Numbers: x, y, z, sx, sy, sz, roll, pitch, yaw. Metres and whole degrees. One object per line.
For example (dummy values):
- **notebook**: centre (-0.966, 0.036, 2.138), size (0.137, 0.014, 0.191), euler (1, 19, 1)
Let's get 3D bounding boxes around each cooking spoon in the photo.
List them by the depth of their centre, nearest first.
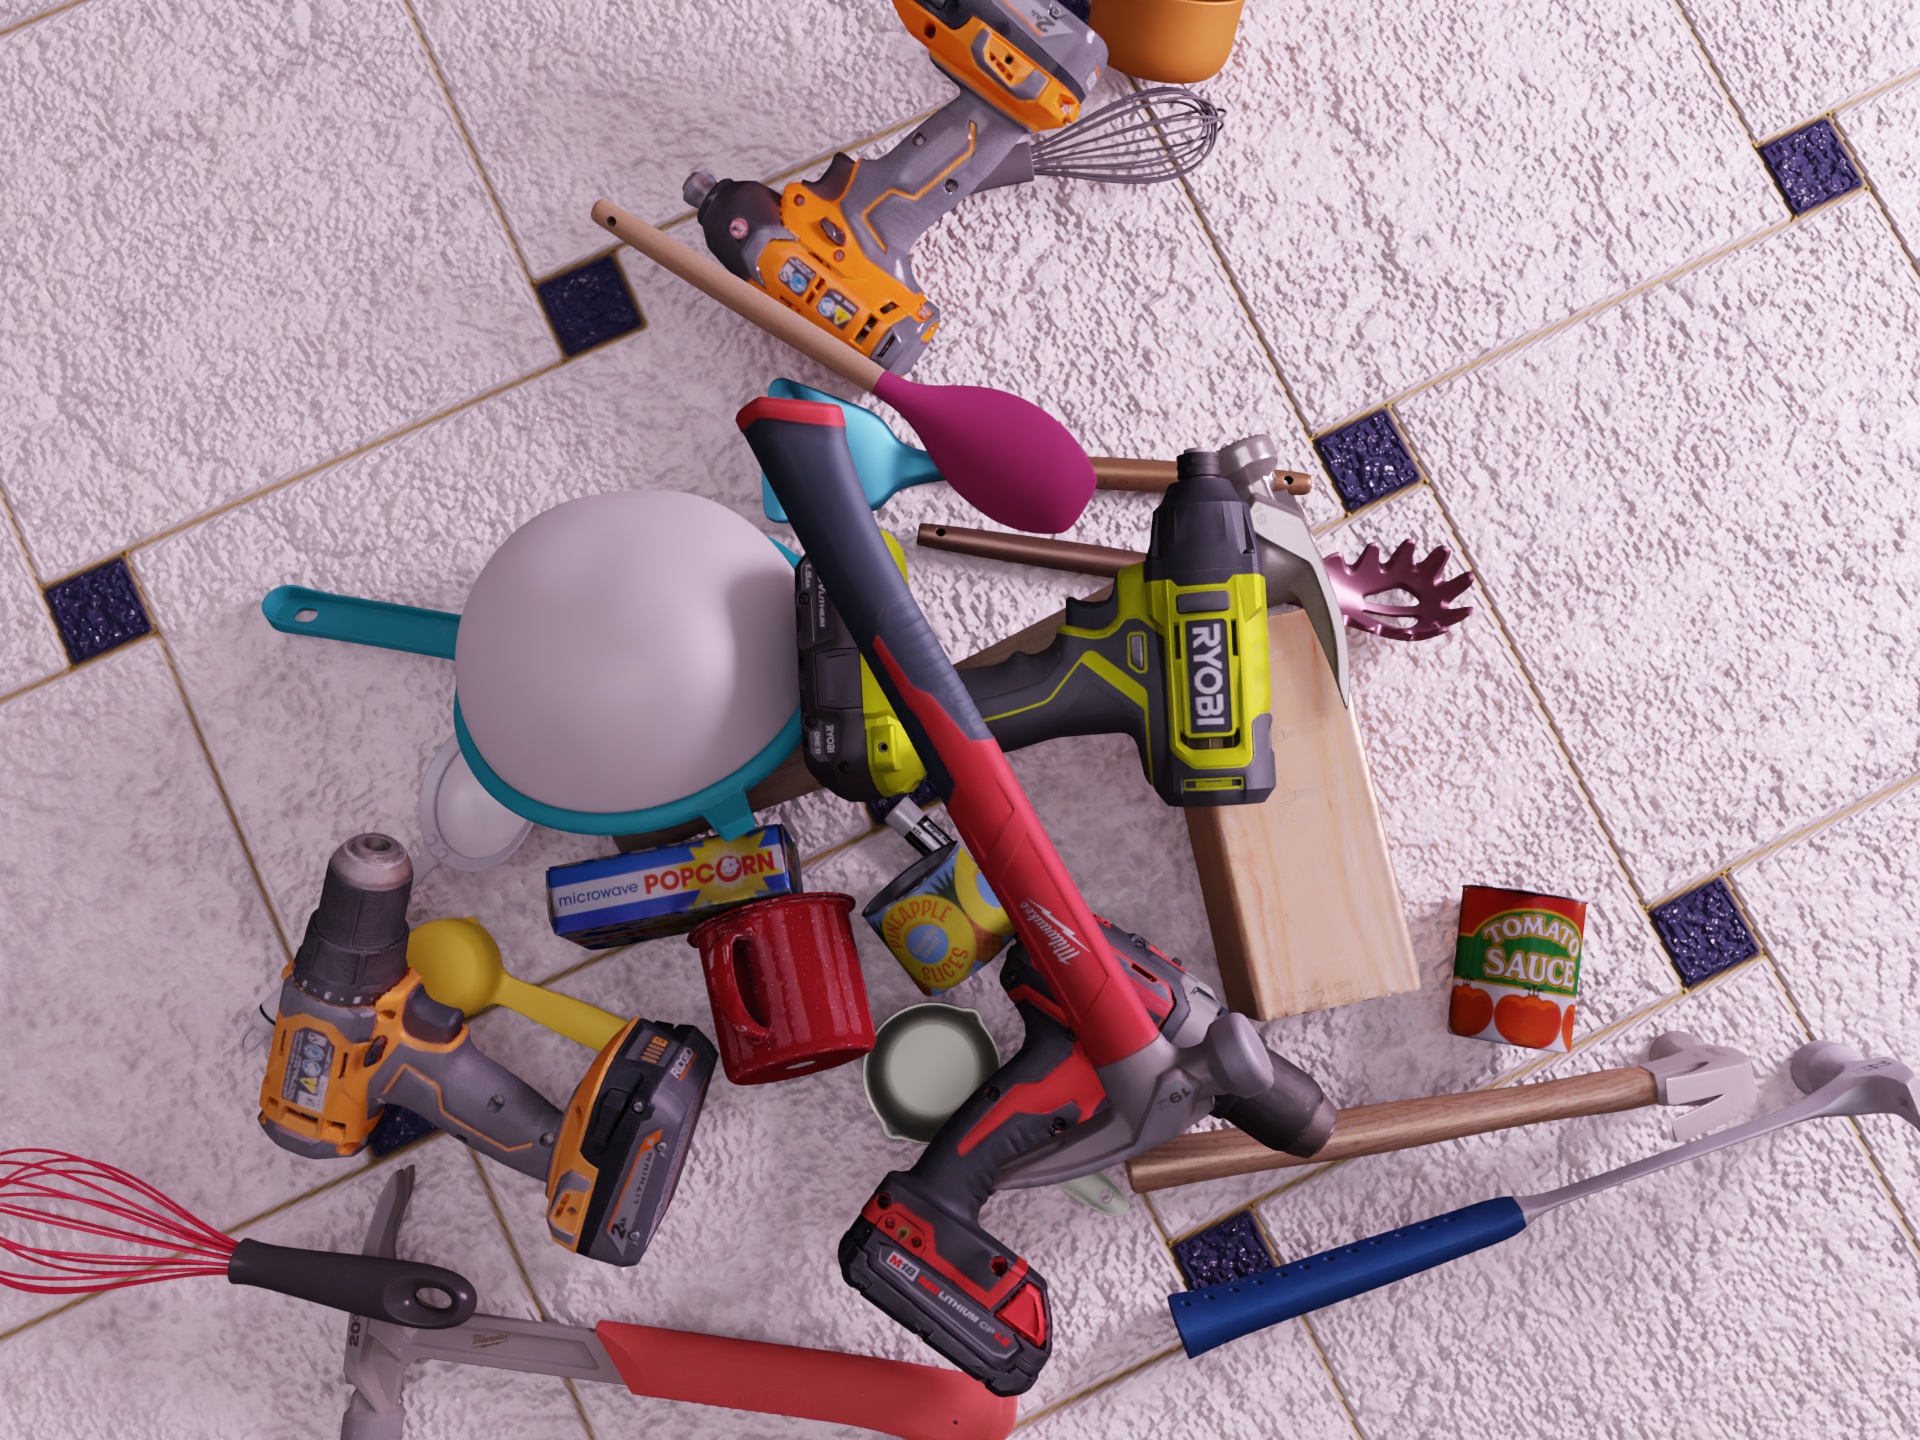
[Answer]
- **cooking spoon**: centre (-0.067, -0.200, 0.879), size (0.319, 0.017, 0.068), euler (32, 115, 1)

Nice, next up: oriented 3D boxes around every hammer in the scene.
- **hammer**: centre (-0.009, 0.031, 0.735), size (0.143, 0.038, 0.386), euler (-28, 94, 13)
- **hammer**: centre (0.306, 0.256, 0.841), size (0.405, 0.144, 0.035), euler (-20, 84, 3)
- **hammer**: centre (-0.001, -0.003, 0.846), size (0.410, 0.038, 0.146), euler (-23, 82, 13)
- **hammer**: centre (0.252, 0.215, 0.852), size (0.331, 0.130, 0.031), euler (-11, 85, 6)
- **hammer**: centre (-0.147, 0.338, 0.858), size (0.359, 0.036, 0.149), euler (7, 83, 0)

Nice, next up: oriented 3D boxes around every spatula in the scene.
- **spatula**: centre (0.047, -0.145, 0.916), size (0.317, 0.044, 0.082), euler (2, 86, -2)

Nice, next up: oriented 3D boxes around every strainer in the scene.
- **strainer**: centre (-0.237, -0.061, 0.841), size (0.340, 0.095, 0.211), euler (9, 57, 14)
- **strainer**: centre (-0.309, 0.091, 0.884), size (0.258, 0.050, 0.087), euler (-45, 62, 0)

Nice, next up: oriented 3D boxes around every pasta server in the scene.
- **pasta server**: centre (0.132, -0.088, 0.913), size (0.316, 0.040, 0.060), euler (9, 68, 1)

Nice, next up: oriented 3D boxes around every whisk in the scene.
- **whisk**: centre (-0.397, 0.279, 0.835), size (0.296, 0.073, 0.073), euler (9, 83, 5)
- **whisk**: centre (0.040, -0.332, 0.939), size (0.239, 0.055, 0.055), euler (-10, 83, 3)

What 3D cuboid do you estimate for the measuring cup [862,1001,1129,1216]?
- **measuring cup**: centre (0.021, 0.219, 0.875), size (0.167, 0.038, 0.083), euler (35, 84, 1)

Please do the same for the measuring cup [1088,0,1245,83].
- **measuring cup**: centre (0.087, -0.428, 0.948), size (0.174, 0.052, 0.095), euler (33, 44, 28)

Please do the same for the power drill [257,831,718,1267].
- **power drill**: centre (-0.246, 0.169, 0.827), size (0.226, 0.084, 0.185), euler (20, 112, 2)

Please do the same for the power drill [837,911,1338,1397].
- **power drill**: centre (0.065, 0.226, 0.813), size (0.188, 0.080, 0.227), euler (33, 80, 9)

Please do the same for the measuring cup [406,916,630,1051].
- **measuring cup**: centre (-0.241, 0.156, 0.880), size (0.156, 0.029, 0.062), euler (21, 83, 4)

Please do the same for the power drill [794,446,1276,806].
- **power drill**: centre (0.038, -0.041, 0.782), size (0.223, 0.080, 0.171), euler (-3, 89, 11)

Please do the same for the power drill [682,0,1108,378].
- **power drill**: centre (-0.042, -0.319, 0.887), size (0.164, 0.084, 0.226), euler (37, 106, -2)
